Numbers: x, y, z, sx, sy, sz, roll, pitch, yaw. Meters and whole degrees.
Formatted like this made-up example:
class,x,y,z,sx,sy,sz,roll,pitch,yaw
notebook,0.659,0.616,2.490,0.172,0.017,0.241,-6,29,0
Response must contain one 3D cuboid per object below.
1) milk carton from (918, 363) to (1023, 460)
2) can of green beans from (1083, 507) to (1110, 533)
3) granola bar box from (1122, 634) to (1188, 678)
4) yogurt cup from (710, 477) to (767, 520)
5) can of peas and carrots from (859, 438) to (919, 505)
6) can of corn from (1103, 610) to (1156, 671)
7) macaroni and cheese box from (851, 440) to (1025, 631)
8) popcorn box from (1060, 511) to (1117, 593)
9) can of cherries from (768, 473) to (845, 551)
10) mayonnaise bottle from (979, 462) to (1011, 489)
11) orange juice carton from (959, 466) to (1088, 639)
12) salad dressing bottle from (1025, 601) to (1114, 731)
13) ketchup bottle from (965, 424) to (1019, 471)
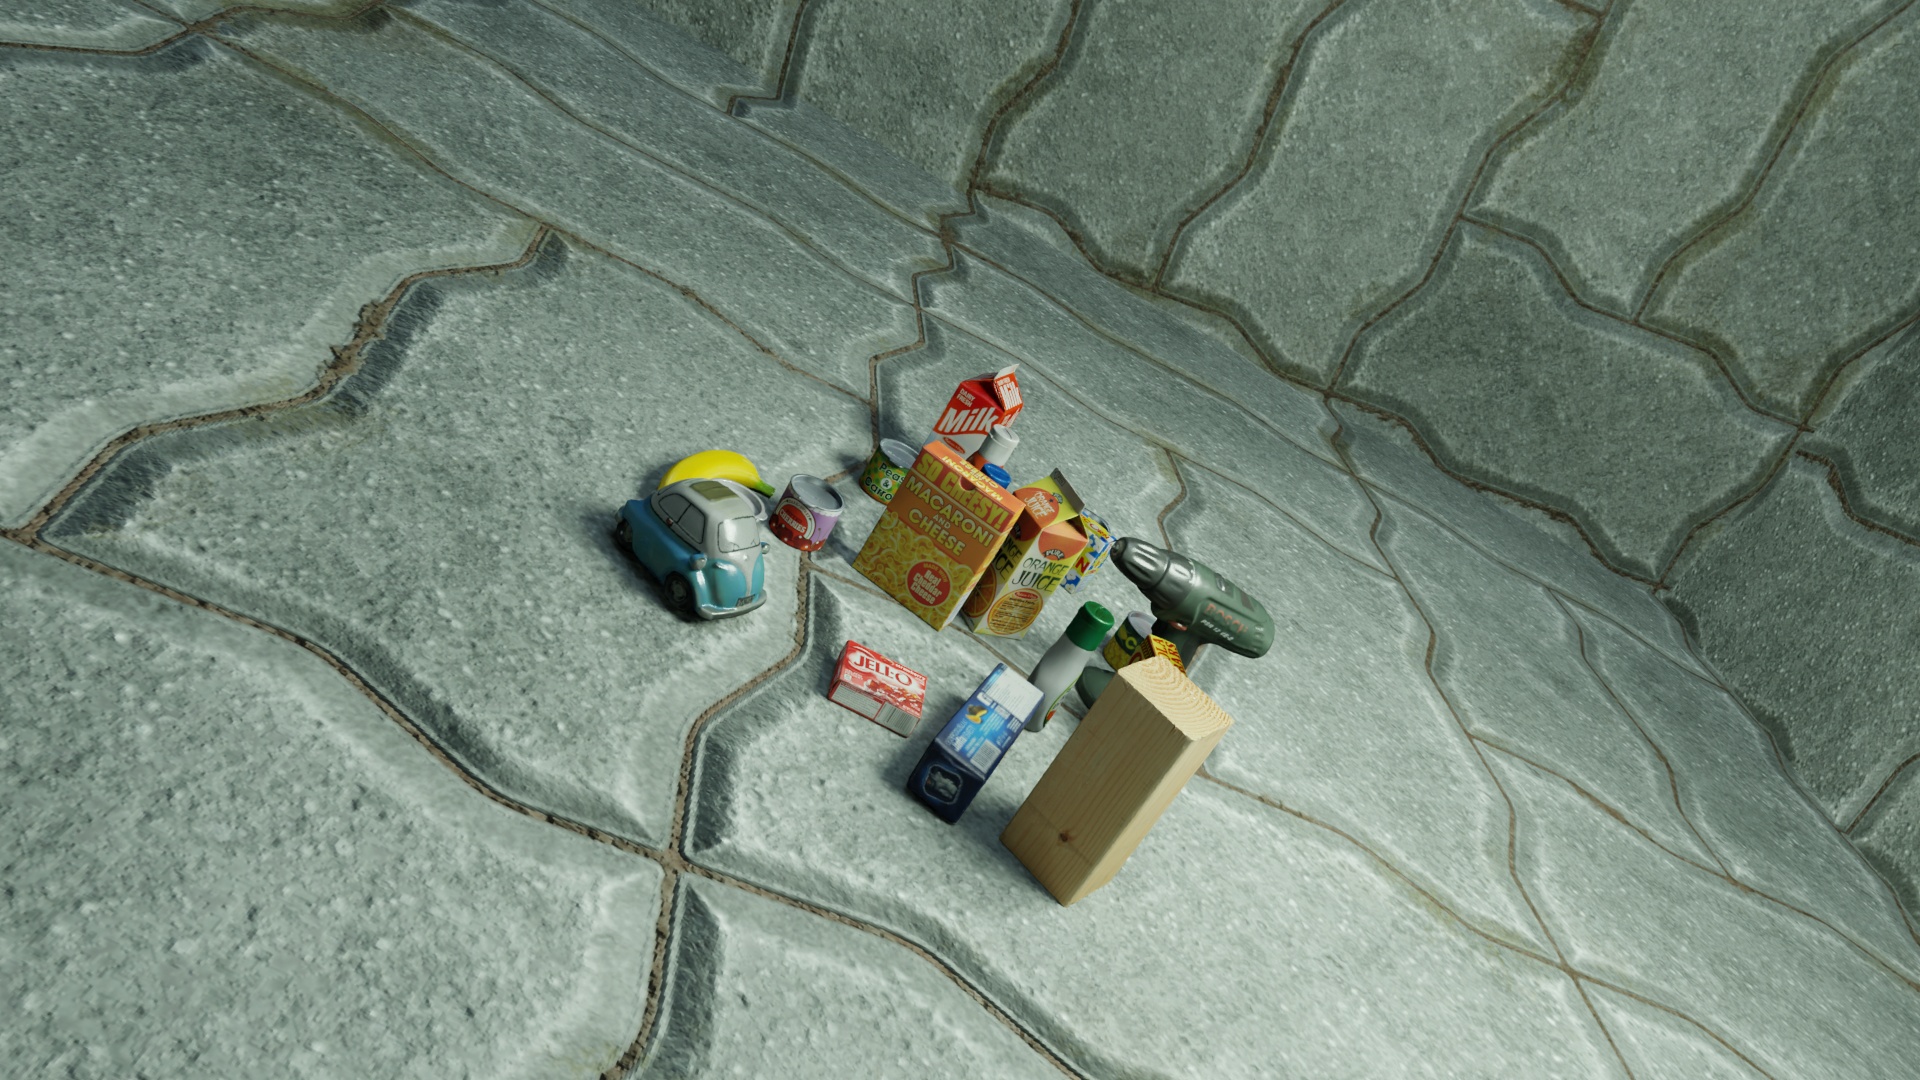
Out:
class,x,y,z,sx,sy,sz,roll,pitch,yaw
milk carton,0.015,-0.144,1.775,0.073,0.189,0.072,36,24,9
can of green beans,0.156,-0.005,1.839,0.071,0.057,0.071,26,25,-13
granola bar box,0.191,0.193,1.428,0.039,0.123,0.166,23,25,-19
yogurt cup,-0.240,-0.023,1.412,0.072,0.053,0.073,26,25,-13
can of peas and carrots,-0.083,-0.082,1.701,0.071,0.058,0.071,26,25,-13
can of corn,0.212,0.128,1.655,0.071,0.058,0.071,26,25,-13
macaroni and cheese box,-0.025,-0.004,1.494,0.124,0.165,0.040,36,24,9
popcorn box,0.126,-0.005,1.770,0.127,0.085,0.038,41,25,20
can of cherries,-0.168,-0.029,1.504,0.071,0.058,0.072,26,25,-13
mayonnaise bottle,0.006,-0.020,1.581,0.065,0.147,0.041,28,24,-9
orange juice carton,0.074,0.014,1.544,0.073,0.192,0.072,13,31,-37
salad dressing bottle,0.104,0.128,1.419,0.044,0.147,0.064,35,24,7
ketchup bottle,0.019,-0.073,1.695,0.043,0.148,0.065,17,28,-31
